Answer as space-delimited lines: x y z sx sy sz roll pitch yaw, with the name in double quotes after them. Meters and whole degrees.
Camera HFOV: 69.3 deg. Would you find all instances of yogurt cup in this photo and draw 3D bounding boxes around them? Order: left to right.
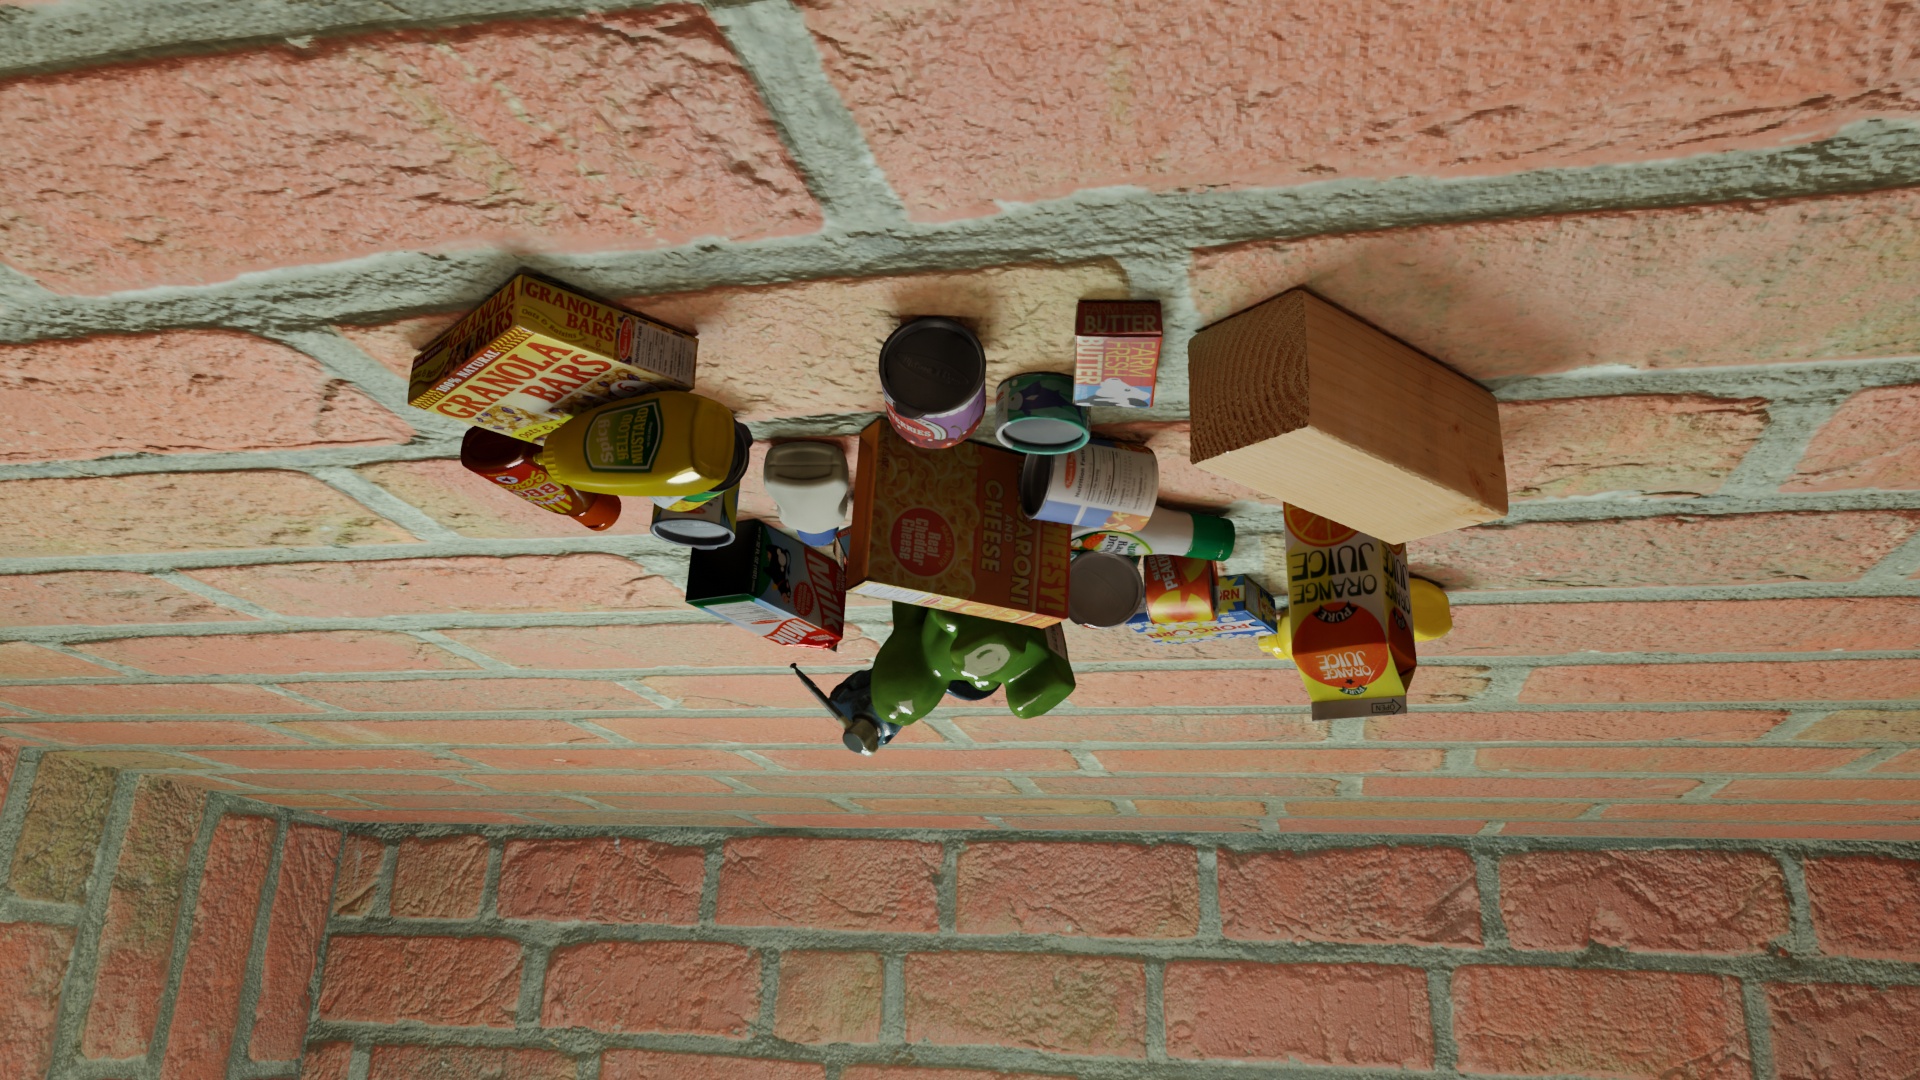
0.117 0.045 1.173 0.072 0.072 0.054 3 168 0 "yogurt cup"

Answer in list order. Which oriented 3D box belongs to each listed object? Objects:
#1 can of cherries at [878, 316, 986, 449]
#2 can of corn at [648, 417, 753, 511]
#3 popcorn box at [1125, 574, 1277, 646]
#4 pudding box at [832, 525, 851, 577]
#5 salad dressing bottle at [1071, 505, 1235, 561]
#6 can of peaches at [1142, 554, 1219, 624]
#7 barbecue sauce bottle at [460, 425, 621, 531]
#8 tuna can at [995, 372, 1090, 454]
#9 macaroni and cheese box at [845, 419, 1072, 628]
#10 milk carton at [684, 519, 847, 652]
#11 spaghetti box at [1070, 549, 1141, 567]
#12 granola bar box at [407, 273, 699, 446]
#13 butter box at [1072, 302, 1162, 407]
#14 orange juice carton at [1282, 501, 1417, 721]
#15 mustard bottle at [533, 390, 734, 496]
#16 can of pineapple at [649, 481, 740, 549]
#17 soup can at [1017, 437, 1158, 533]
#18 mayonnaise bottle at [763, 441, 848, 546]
-0.018 -0.096 0.870 0.071 0.071 0.058 2 161 2 "can of cherries"
-0.193 -0.060 1.006 0.071 0.071 0.058 16 157 -32 "can of corn"
0.234 0.070 1.357 0.126 0.038 0.085 -9 156 31 "popcorn box"
-0.062 -0.003 1.151 0.084 0.030 0.049 -22 165 -14 "pudding box"
0.150 -0.009 1.134 0.148 0.044 0.064 7 159 -12 "salad dressing bottle"
0.197 0.039 1.233 0.058 0.071 0.071 -4 159 18 "can of peaches"
-0.319 -0.048 1.084 0.065 0.044 0.148 -5 160 18 "barbecue sauce bottle"
0.059 -0.085 0.947 0.071 0.033 0.071 3 161 1 "tuna can"
0.002 -0.010 1.031 0.166 0.124 0.040 13 161 -26 "macaroni and cheese box"
-0.165 0.048 1.295 0.073 0.072 0.190 -8 157 28 "milk carton"
0.033 0.003 1.205 0.250 0.029 0.050 2 160 3 "spaghetti box"
-0.268 -0.111 0.908 0.124 0.039 0.165 18 156 -39 "granola bar box"
0.098 -0.115 0.871 0.053 0.024 0.103 2 160 5 "butter box"
0.286 0.036 1.022 0.071 0.193 0.073 -11 157 31 "orange juice carton"
-0.221 -0.058 0.898 0.160 0.065 0.049 -5 165 29 "mustard bottle"
-0.209 -0.031 1.097 0.071 0.058 0.070 3 160 1 "can of pineapple"
0.093 -0.043 1.015 0.084 0.071 0.071 8 159 -16 "soup can"
-0.119 -0.034 1.105 0.065 0.041 0.147 0 162 -2 "mayonnaise bottle"
